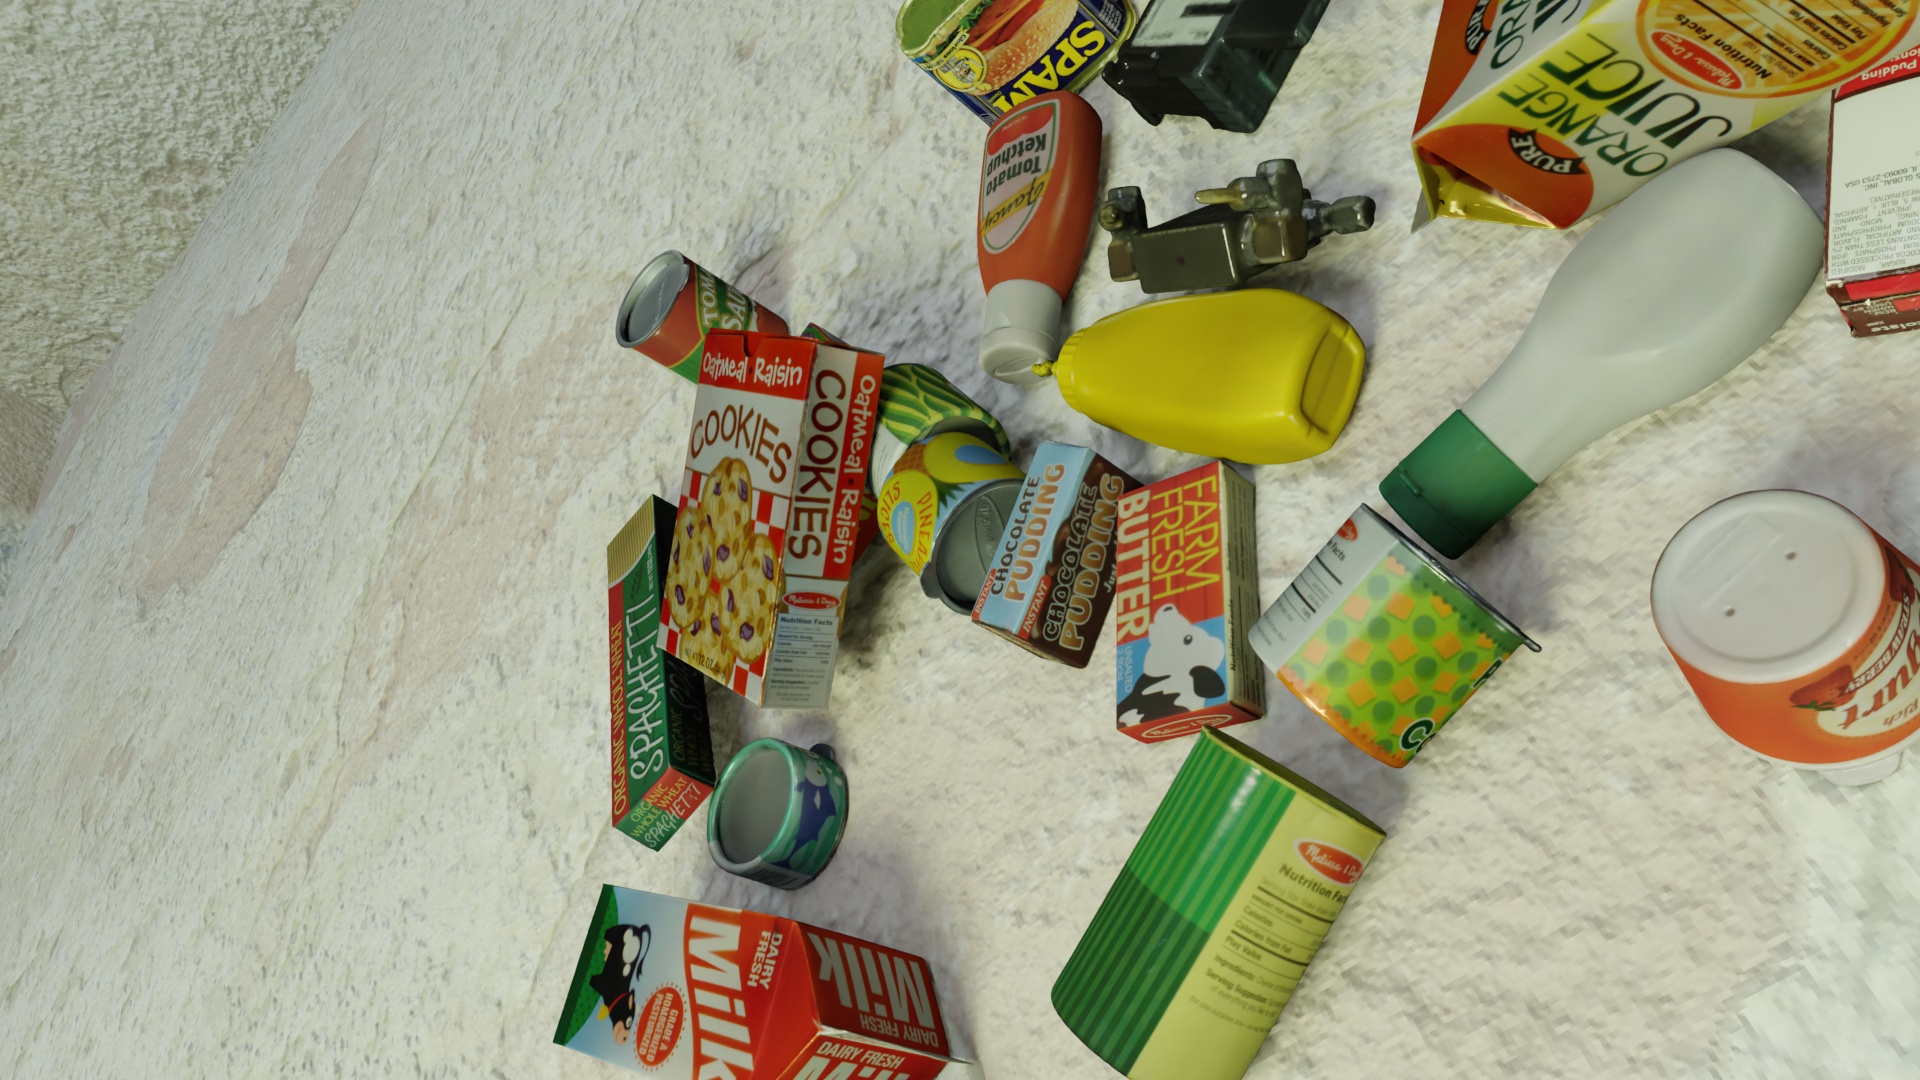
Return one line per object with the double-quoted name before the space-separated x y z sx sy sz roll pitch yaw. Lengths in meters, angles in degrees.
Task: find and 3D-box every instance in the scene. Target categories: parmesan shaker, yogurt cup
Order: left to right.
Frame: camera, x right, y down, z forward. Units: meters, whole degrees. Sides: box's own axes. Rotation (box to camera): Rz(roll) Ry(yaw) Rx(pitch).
"parmesan shaker" 0.080 0.119 0.448 0.071 0.071 0.103 32 92 51
"yogurt cup" 0.221 0.021 0.369 0.072 0.054 0.073 -27 49 35

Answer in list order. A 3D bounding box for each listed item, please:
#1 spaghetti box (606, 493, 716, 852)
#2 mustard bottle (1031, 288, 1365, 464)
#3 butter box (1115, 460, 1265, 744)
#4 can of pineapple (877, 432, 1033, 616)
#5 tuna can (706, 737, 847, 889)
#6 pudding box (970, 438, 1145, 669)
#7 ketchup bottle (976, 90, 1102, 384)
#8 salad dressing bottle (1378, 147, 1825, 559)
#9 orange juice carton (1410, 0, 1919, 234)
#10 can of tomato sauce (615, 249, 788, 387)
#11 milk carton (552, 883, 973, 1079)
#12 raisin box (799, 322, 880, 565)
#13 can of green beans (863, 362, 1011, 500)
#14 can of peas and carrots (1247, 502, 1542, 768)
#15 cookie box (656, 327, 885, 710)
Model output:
"spaghetti box" -0.167 0.061 0.759 0.050 0.028 0.251 -47 32 17
"mustard bottle" 0.088 -0.070 0.575 0.160 0.049 0.065 13 75 51
"butter box" 0.087 0.024 0.537 0.053 0.024 0.104 -21 53 38
"can of pineapple" 0.002 -0.008 0.613 0.071 0.071 0.058 -56 38 6
"tuna can" -0.086 0.126 0.655 0.071 0.033 0.071 -26 50 36
"pudding box" 0.042 0.005 0.577 0.030 0.049 0.084 12 76 49
"ketchup bottle" 0.035 -0.148 0.686 0.064 0.043 0.149 -17 56 41
"salad dressing bottle" 0.202 -0.056 0.448 0.147 0.044 0.064 -46 43 19
"orange juice carton" 0.215 -0.165 0.448 0.192 0.073 0.072 -29 40 65
"can of tomato sauce" -0.156 -0.129 0.849 0.071 0.083 0.071 -26 50 35
"milk carton" -0.084 0.195 0.577 0.190 0.072 0.073 -6 62 45
"raisin box" -0.068 -0.054 0.743 0.086 0.040 0.124 -54 38 7
"can of green beans" -0.017 -0.044 0.659 0.071 0.071 0.058 -55 40 7
"can of peas and carrots" 0.138 0.032 0.446 0.058 0.071 0.071 -51 40 13
"cookie box" -0.096 -0.015 0.671 0.123 0.040 0.167 15 97 55
